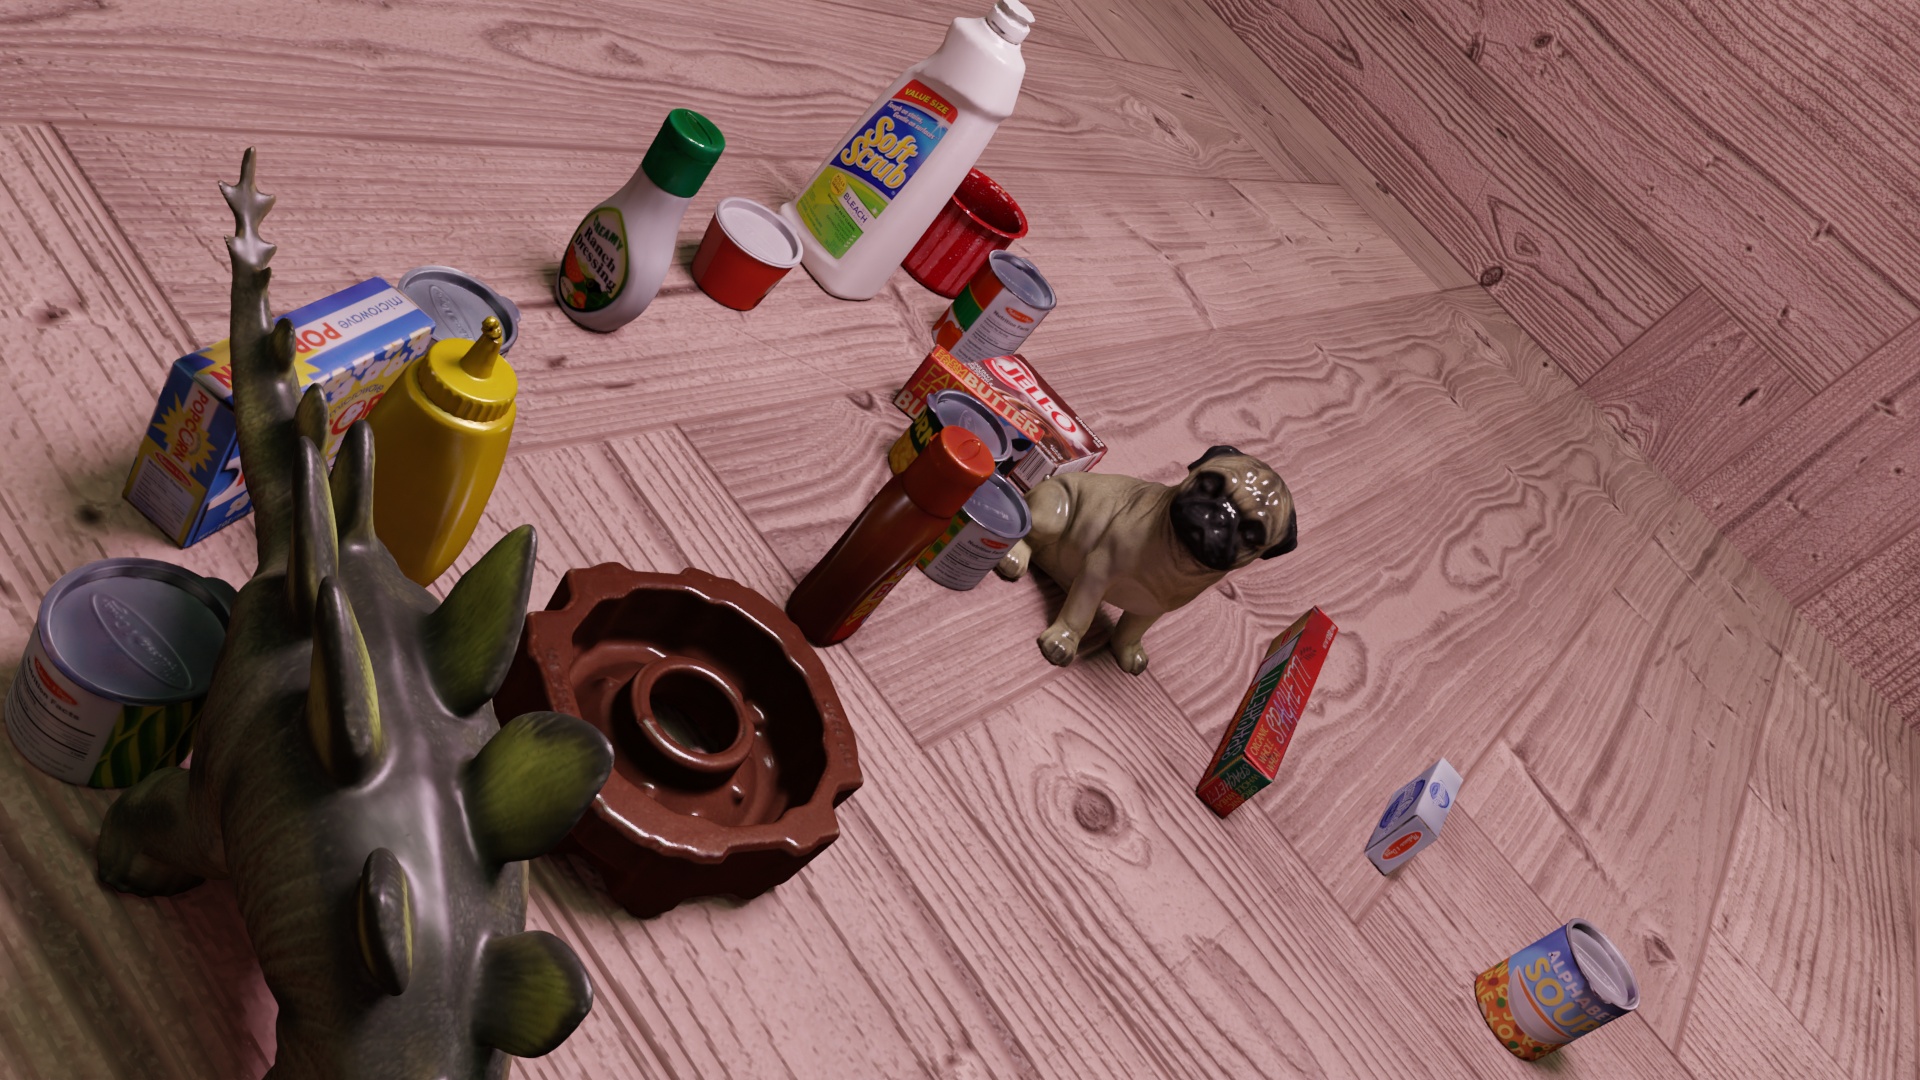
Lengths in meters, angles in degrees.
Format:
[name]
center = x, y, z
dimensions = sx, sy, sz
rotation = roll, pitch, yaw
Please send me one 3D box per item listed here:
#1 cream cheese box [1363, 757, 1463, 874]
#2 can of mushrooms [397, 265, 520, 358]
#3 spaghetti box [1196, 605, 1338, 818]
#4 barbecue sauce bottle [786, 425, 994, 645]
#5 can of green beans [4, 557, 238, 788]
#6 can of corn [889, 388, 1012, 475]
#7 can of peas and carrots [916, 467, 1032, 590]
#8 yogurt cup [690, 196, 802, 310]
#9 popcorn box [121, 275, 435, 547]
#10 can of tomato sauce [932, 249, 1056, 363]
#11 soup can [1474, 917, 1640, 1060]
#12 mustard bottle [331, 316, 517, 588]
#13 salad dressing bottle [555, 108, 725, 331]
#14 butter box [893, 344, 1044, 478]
[cream cheese box]
center = 0.336, 0.203, 1.029
dimensions = 0.024, 0.053, 0.104
rotation = 48, 33, 8
[can of mushrooms]
center = -0.279, -0.116, 0.762
dimensions = 0.071, 0.033, 0.071
rotation = 28, 35, -22
[spaghetti box]
center = 0.228, 0.119, 1.015
dimensions = 0.029, 0.050, 0.251
rotation = 44, 32, 3
[barbecue sauce bottle]
center = -0.038, -0.003, 0.781
dimensions = 0.043, 0.148, 0.065
rotation = 44, 32, 2
[can of green beans]
center = -0.309, 0.049, 0.514
dimensions = 0.071, 0.057, 0.071
rotation = 28, 35, -22
[can of corn]
center = -0.010, -0.063, 0.965
dimensions = 0.071, 0.058, 0.071
rotation = 28, 35, -22
[can of peas and carrots]
center = 0.003, -0.012, 0.918
dimensions = 0.071, 0.058, 0.071
rotation = 28, 35, -22
[yogurt cup]
center = -0.153, -0.199, 0.975
dimensions = 0.072, 0.053, 0.073
rotation = 28, 35, -22
[popcorn box]
center = -0.302, -0.061, 0.624
dimensions = 0.038, 0.085, 0.127
rotation = 41, 32, -3
[can of tomato sauce]
center = 0.026, -0.182, 1.120
dimensions = 0.071, 0.082, 0.071
rotation = 28, 35, -22
[soup can]
center = 0.407, 0.309, 0.951
dimensions = 0.071, 0.083, 0.072
rotation = 28, 35, -22
[mustard bottle]
center = -0.230, -0.040, 0.608
dimensions = 0.065, 0.159, 0.049
rotation = 36, 33, -10
[salad dressing bottle]
center = -0.192, -0.192, 0.837
dimensions = 0.044, 0.147, 0.064
rotation = -13, 62, -53
[butter box]
center = 0.006, -0.091, 1.019
dimensions = 0.103, 0.053, 0.024
rotation = 40, 32, -5
